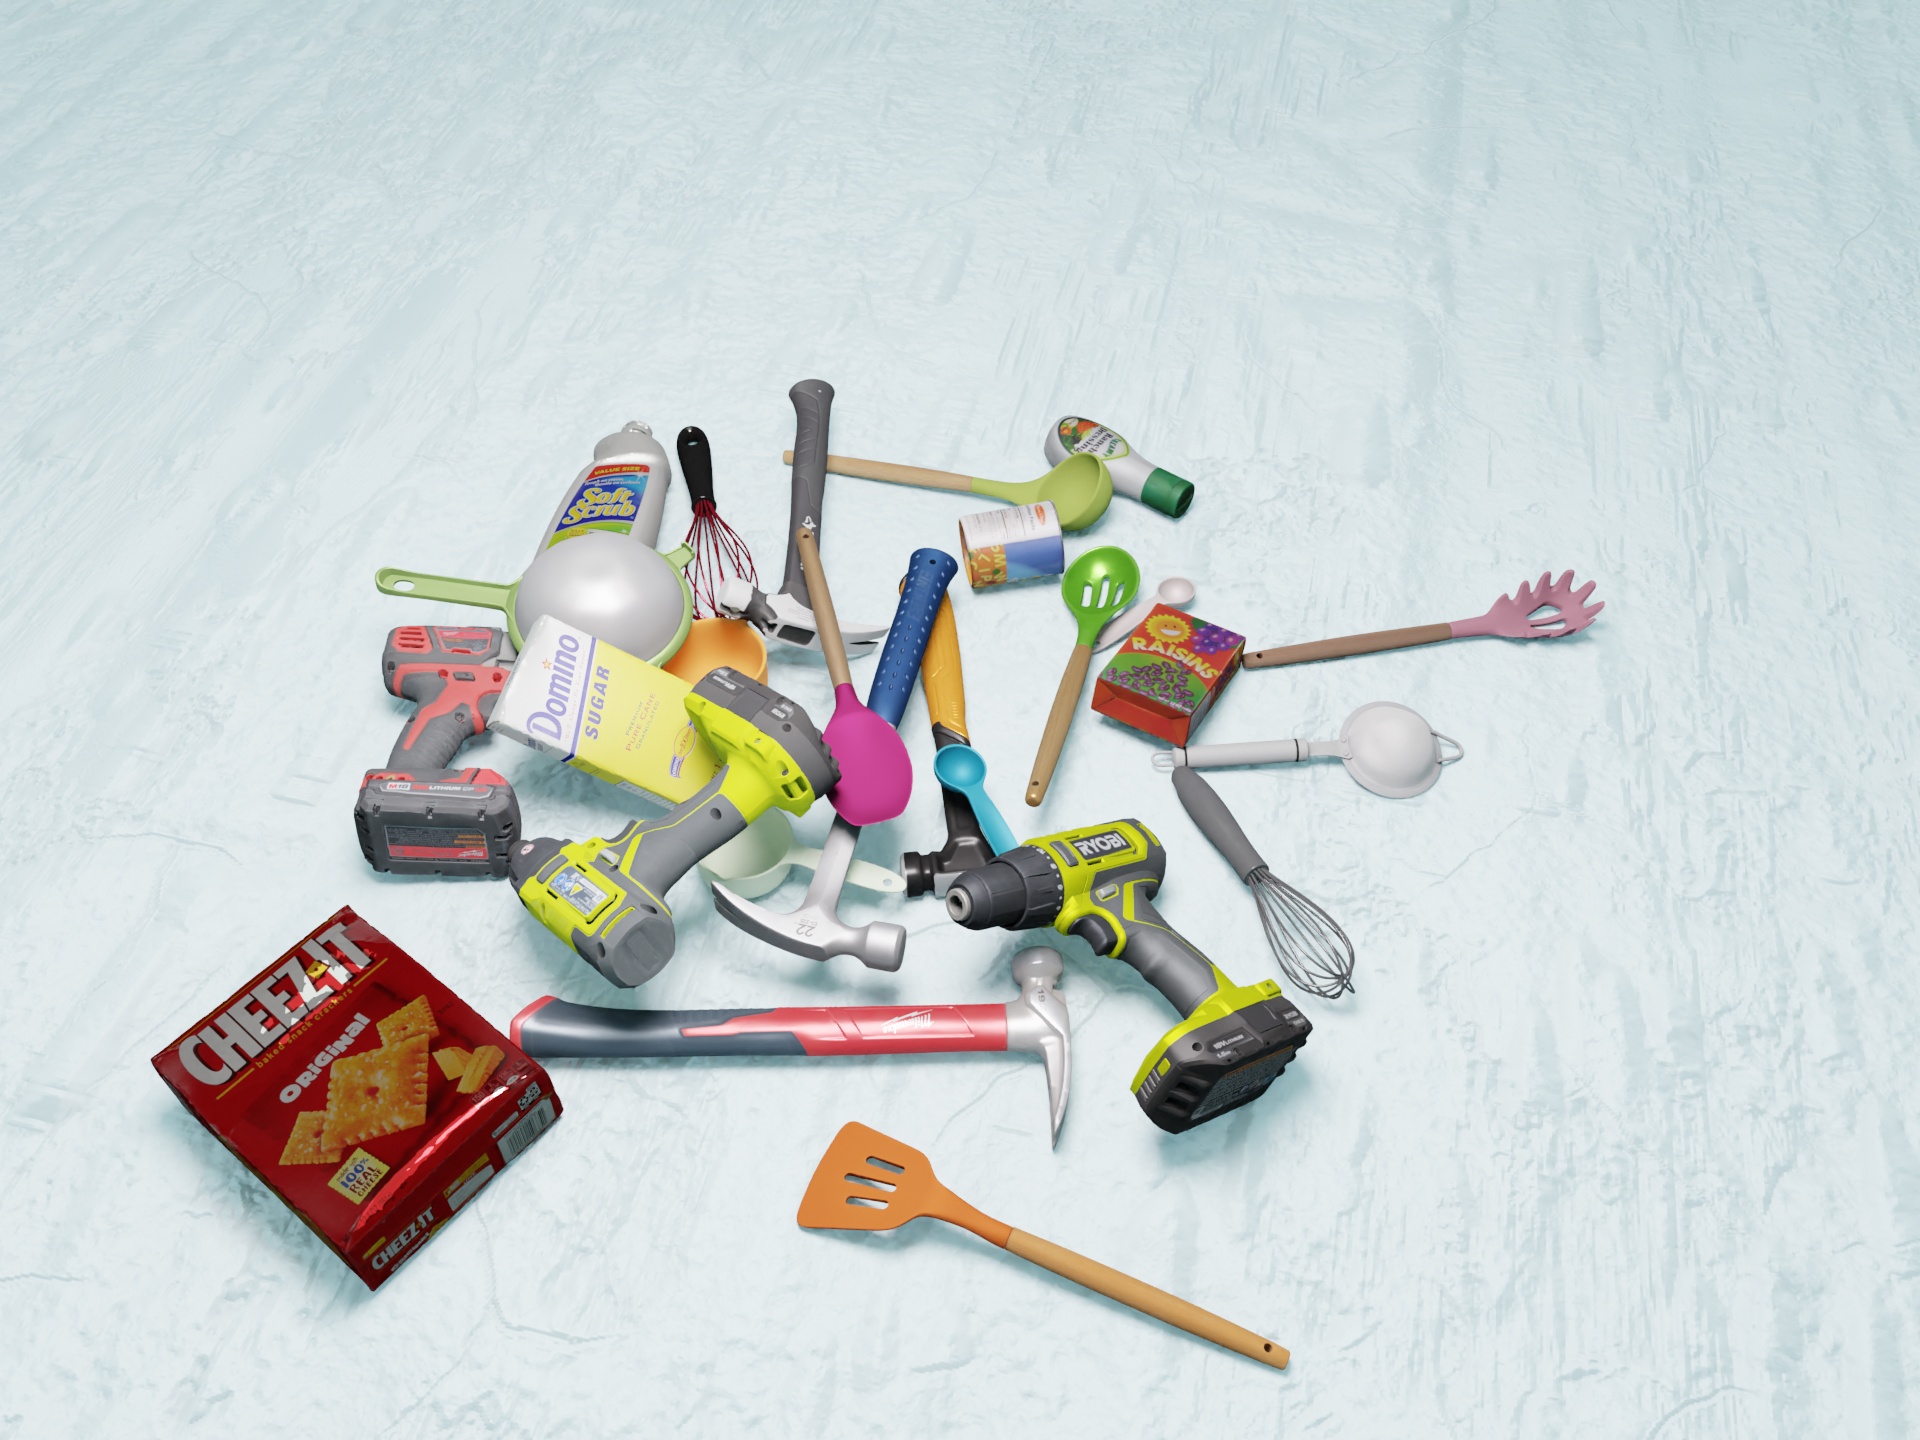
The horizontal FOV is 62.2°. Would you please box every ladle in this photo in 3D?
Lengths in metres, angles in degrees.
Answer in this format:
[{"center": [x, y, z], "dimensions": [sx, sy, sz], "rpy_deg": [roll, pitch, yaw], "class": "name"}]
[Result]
[{"center": [-0.016, -0.230, 1.481], "dimensions": [0.320, 0.062, 0.078], "rpy_deg": [10, 69, 11], "class": "ladle"}]

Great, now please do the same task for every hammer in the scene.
[{"center": [-0.002, -0.004, 1.302], "dimensions": [0.127, 0.034, 0.337], "rpy_deg": [-6, 50, -5], "class": "hammer"}, {"center": [-0.071, 0.011, 1.239], "dimensions": [0.144, 0.035, 0.406], "rpy_deg": [10, 49, 7], "class": "hammer"}, {"center": [-0.117, 0.229, 1.100], "dimensions": [0.386, 0.038, 0.143], "rpy_deg": [-1, 51, -2], "class": "hammer"}, {"center": [-0.132, -0.192, 1.419], "dimensions": [0.146, 0.035, 0.335], "rpy_deg": [20, 44, -22], "class": "hammer"}]

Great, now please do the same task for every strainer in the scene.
[{"center": [-0.344, -0.111, 1.277], "dimensions": [0.256, 0.069, 0.152], "rpy_deg": [7, 57, -3], "class": "strainer"}, {"center": [0.282, 0.024, 1.282], "dimensions": [0.258, 0.050, 0.087], "rpy_deg": [-4, 64, 0], "class": "strainer"}]

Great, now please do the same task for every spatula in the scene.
[{"center": [0.053, 0.344, 1.017], "dimensions": [0.322, 0.041, 0.081], "rpy_deg": [21, 52, 11], "class": "spatula"}]

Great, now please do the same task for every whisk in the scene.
[{"center": [-0.231, -0.182, 1.438], "dimensions": [0.073, 0.073, 0.296], "rpy_deg": [-9, 44, -8], "class": "whisk"}, {"center": [0.224, 0.116, 1.199], "dimensions": [0.055, 0.055, 0.239], "rpy_deg": [-19, 48, -16], "class": "whisk"}]

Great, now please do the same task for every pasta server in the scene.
[{"center": [0.396, -0.077, 1.369], "dimensions": [0.316, 0.040, 0.060], "rpy_deg": [-9, 61, -7], "class": "pasta server"}]

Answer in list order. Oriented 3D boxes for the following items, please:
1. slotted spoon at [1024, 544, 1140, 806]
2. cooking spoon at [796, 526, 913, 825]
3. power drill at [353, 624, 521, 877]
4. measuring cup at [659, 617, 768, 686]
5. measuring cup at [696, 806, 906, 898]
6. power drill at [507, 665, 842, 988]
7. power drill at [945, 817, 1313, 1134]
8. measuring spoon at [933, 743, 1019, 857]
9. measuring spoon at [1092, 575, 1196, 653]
[{"center": [0.094, -0.041, 1.318], "dimensions": [0.070, 0.031, 0.314], "rpy_deg": [2, 42, 18], "class": "slotted spoon"}, {"center": [-0.096, -0.043, 1.249], "dimensions": [0.068, 0.017, 0.319], "rpy_deg": [-13, 50, -6], "class": "cooking spoon"}, {"center": [-0.372, 0.012, 1.257], "dimensions": [0.188, 0.080, 0.227], "rpy_deg": [3, 45, -8], "class": "power drill"}, {"center": [-0.240, -0.050, 1.326], "dimensions": [0.174, 0.052, 0.095], "rpy_deg": [21, 53, 17], "class": "measuring cup"}, {"center": [-0.121, 0.112, 1.201], "dimensions": [0.167, 0.038, 0.083], "rpy_deg": [15, 50, 8], "class": "measuring cup"}, {"center": [-0.210, 0.069, 1.131], "dimensions": [0.223, 0.080, 0.171], "rpy_deg": [-44, 45, -20], "class": "power drill"}, {"center": [0.112, 0.166, 1.098], "dimensions": [0.190, 0.080, 0.229], "rpy_deg": [-9, 46, -42], "class": "power drill"}, {"center": [0.017, 0.074, 1.207], "dimensions": [0.042, 0.021, 0.129], "rpy_deg": [-15, 59, -25], "class": "measuring spoon"}, {"center": [0.155, -0.087, 1.391], "dimensions": [0.124, 0.018, 0.034], "rpy_deg": [-33, 51, -17], "class": "measuring spoon"}]
